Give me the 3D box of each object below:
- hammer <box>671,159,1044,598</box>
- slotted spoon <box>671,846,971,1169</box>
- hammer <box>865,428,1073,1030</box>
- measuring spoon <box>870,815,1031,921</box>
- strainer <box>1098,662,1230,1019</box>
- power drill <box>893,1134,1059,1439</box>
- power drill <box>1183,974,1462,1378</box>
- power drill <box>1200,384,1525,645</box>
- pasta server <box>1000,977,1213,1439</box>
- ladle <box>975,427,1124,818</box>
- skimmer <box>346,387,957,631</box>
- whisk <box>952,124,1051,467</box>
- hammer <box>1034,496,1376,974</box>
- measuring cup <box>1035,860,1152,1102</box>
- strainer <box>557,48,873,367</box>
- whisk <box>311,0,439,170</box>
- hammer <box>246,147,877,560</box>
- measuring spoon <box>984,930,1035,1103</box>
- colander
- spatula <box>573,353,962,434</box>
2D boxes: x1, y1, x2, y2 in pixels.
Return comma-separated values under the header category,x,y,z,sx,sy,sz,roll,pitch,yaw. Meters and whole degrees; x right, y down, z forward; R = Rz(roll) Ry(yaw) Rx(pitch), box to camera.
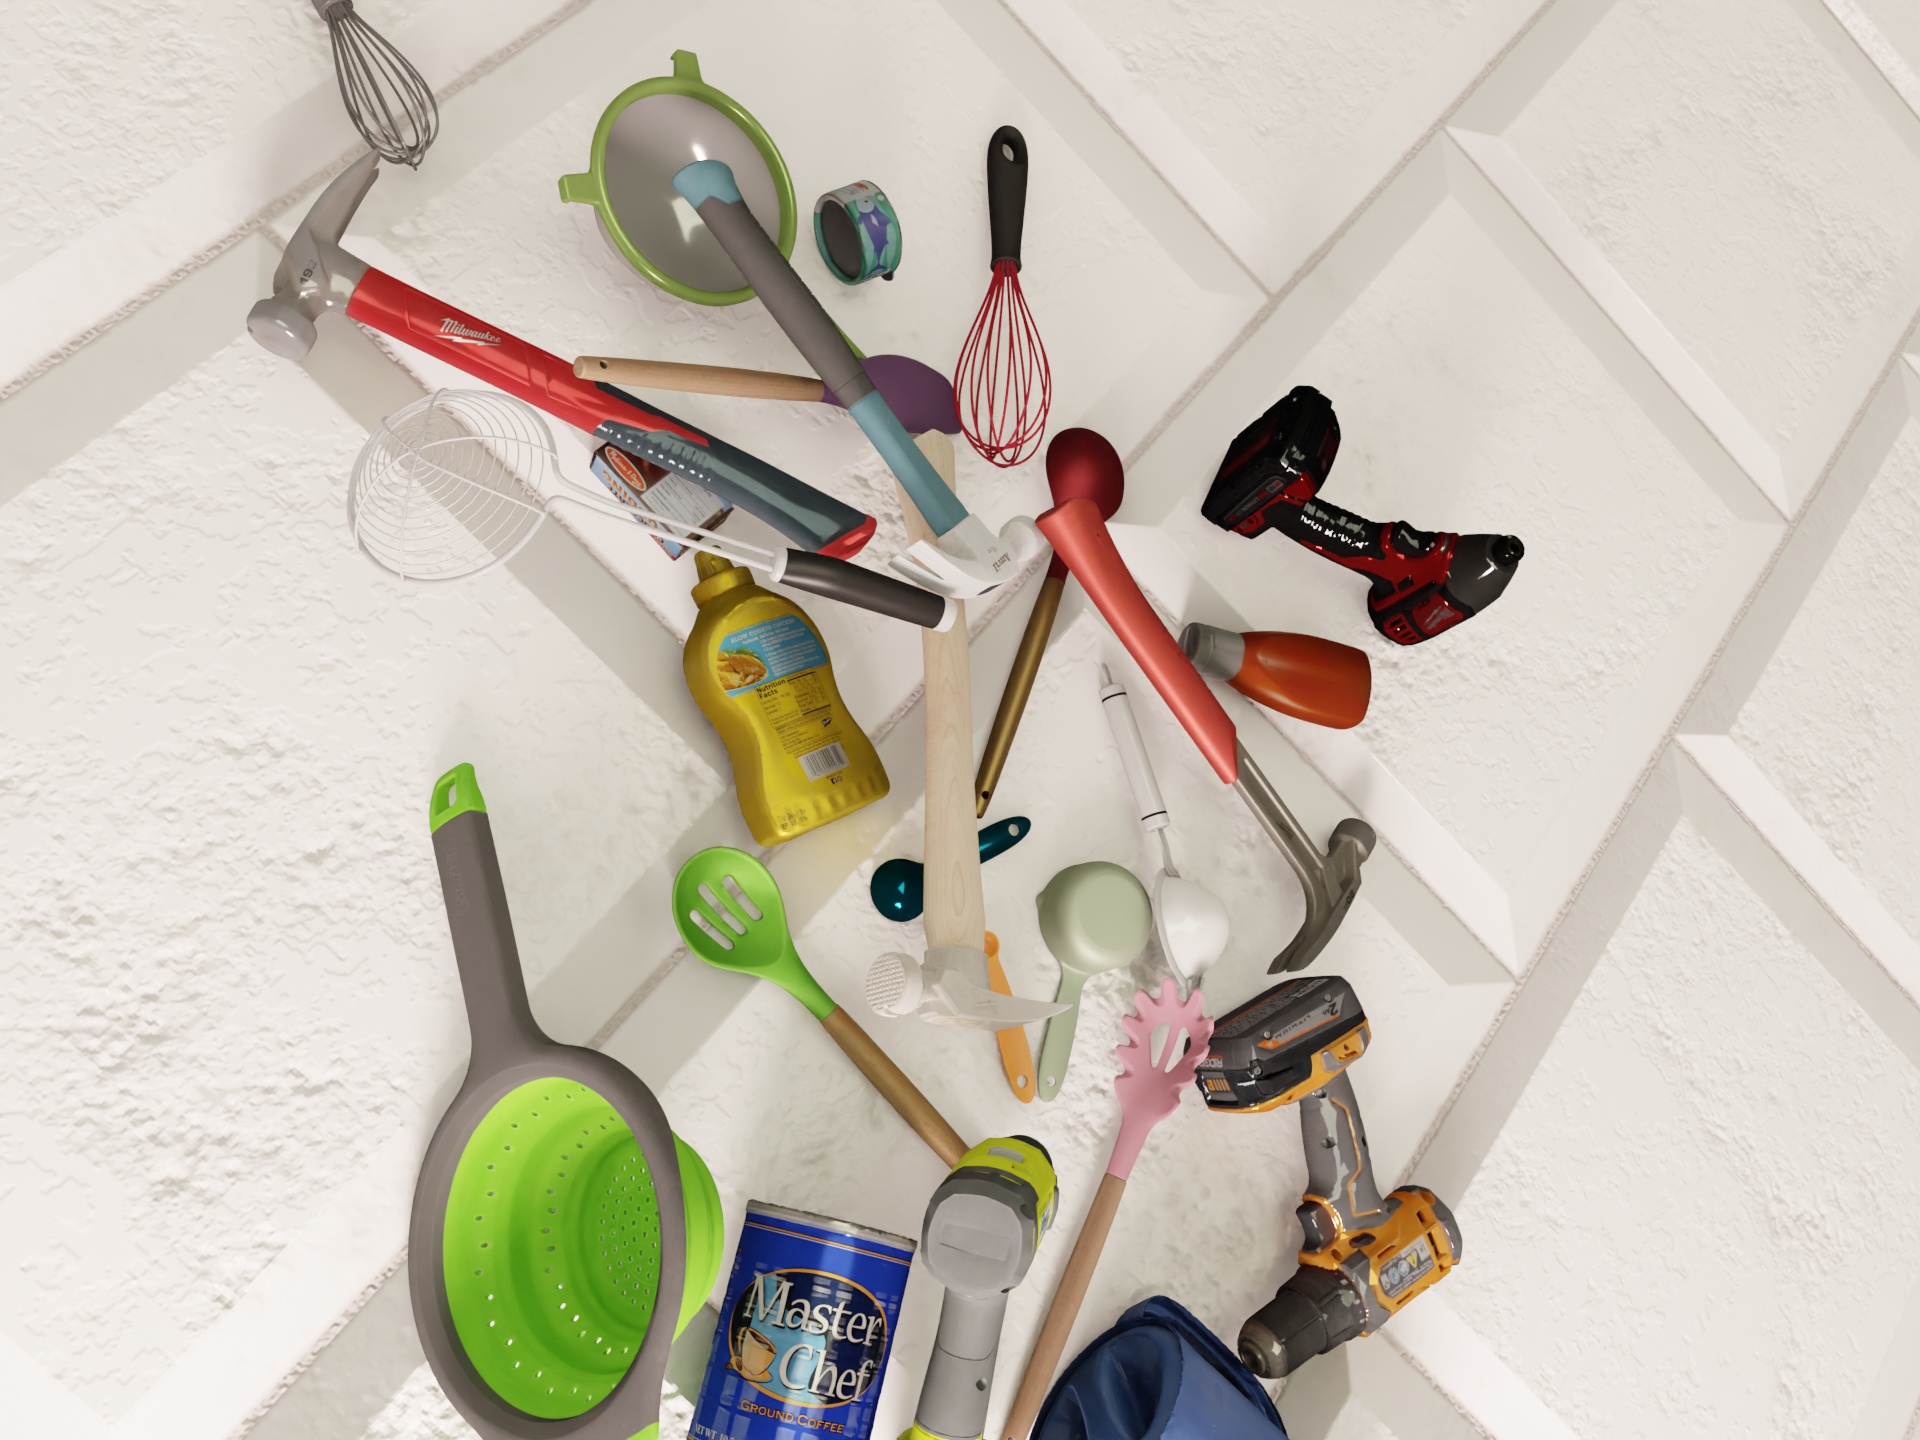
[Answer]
category,x,y,z,sx,sy,sz,roll,pitch,yaw
hammer,-0.071,-0.219,1.031,0.331,0.033,0.128,53,39,-8
slotted spoon,-0.068,0.203,0.998,0.313,0.031,0.070,49,64,-8
hammer,-0.002,-0.003,1.048,0.146,0.038,0.411,16,61,-40
measuring spoon,-0.001,0.092,1.057,0.128,0.021,0.042,-26,88,-26
strainer,0.140,0.077,1.106,0.086,0.050,0.259,13,56,-62
power drill,0.008,0.354,0.914,0.080,0.190,0.228,11,88,10
power drill,0.229,0.308,1.070,0.185,0.084,0.226,-23,91,-31
power drill,0.305,-0.146,1.188,0.219,0.143,0.079,32,64,-11
pasta server,0.089,0.318,1.021,0.060,0.040,0.316,18,72,21
ladle,0.057,-0.076,1.126,0.069,0.031,0.315,26,69,-19
skimmer,-0.178,-0.104,0.967,0.363,0.090,0.127,16,67,-26
whisk,0.032,-0.315,1.160,0.073,0.073,0.296,11,66,-21
hammer,0.163,0.001,1.106,0.359,0.037,0.149,53,51,-13
measuring cup,0.083,0.173,1.064,0.083,0.038,0.168,23,66,-17
strainer,-0.154,-0.309,1.080,0.256,0.069,0.151,45,60,-27
whisk,-0.399,-0.454,1.009,0.055,0.055,0.239,-28,84,-27
hammer,-0.225,-0.210,0.995,0.386,0.038,0.143,25,66,-13
measuring spoon,0.028,0.196,1.053,0.021,0.011,0.117,-13,86,-29
colander,-0.221,0.208,0.890,0.094,0.204,0.397,17,48,-55
spatula,-0.114,-0.220,1.040,0.315,0.018,0.060,-7,79,-45
